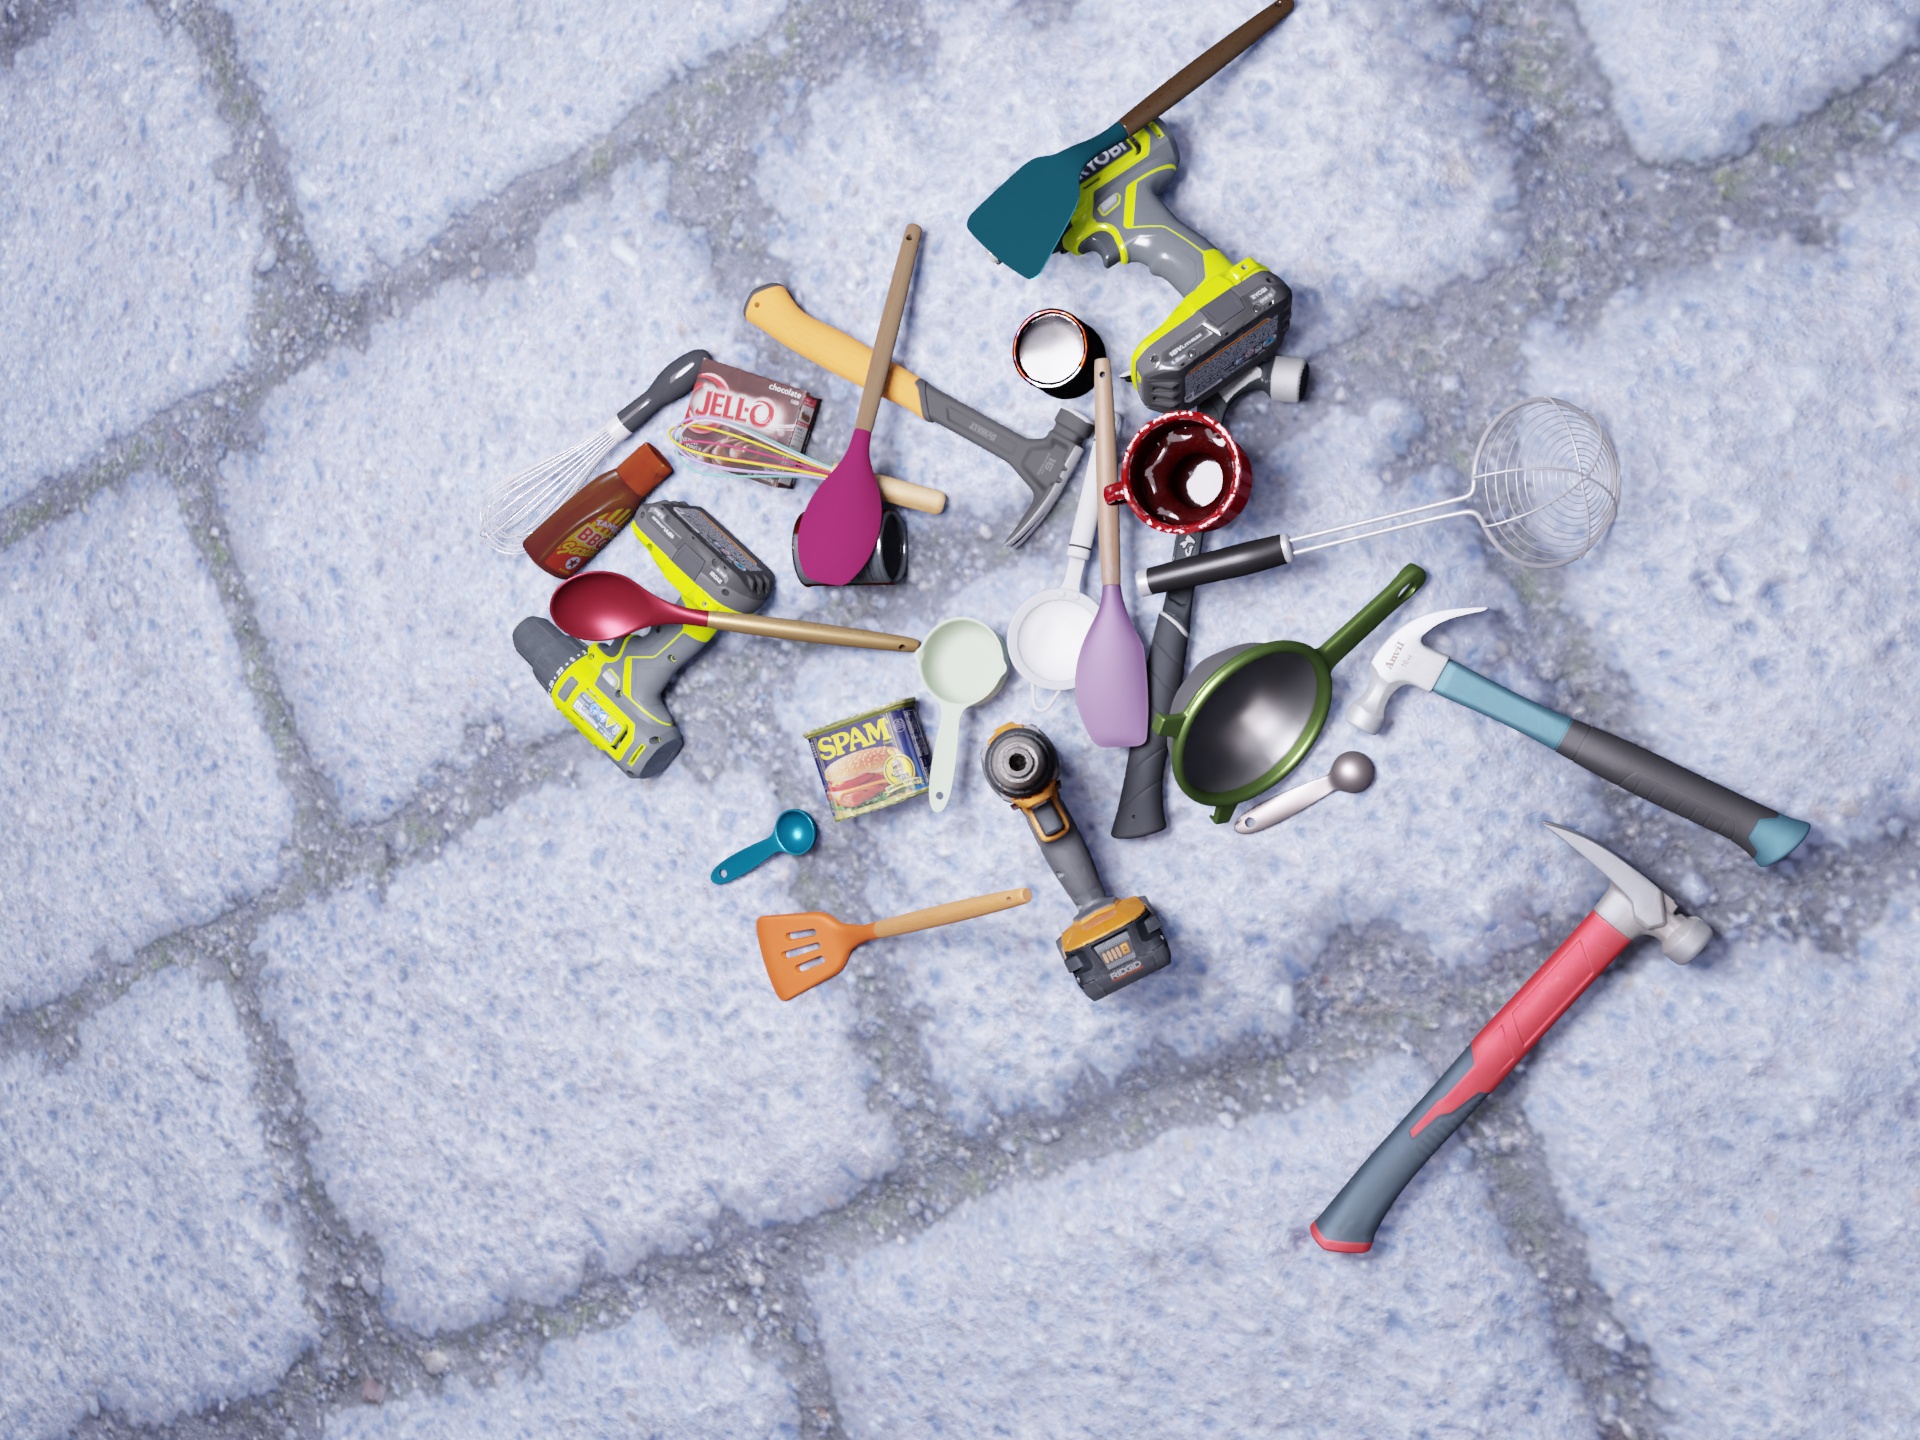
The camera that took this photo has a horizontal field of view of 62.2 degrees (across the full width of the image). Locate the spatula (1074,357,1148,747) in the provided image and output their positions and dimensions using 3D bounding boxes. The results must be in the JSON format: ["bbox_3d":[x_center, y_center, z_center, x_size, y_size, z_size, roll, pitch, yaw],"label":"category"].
[{"bbox_3d":[0.120,-0.136,1.295,0.060,0.018,0.316,-1,92,11],"label":"spatula"}]

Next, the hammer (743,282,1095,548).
[{"bbox_3d":[-0.053,-0.280,1.376,0.337,0.034,0.127,33,101,15],"label":"hammer"}]

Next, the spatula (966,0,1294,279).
[{"bbox_3d":[0.144,-0.468,1.244,0.317,0.044,0.082,-40,66,-11],"label":"spatula"}]

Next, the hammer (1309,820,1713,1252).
[{"bbox_3d":[0.393,0.260,1.239,0.143,0.038,0.386,41,104,15],"label":"hammer"}]

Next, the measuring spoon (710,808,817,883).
[{"bbox_3d":[-0.178,0.118,1.450,0.128,0.021,0.042,-30,82,27],"label":"measuring spoon"}]

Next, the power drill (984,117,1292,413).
[{"bbox_3d":[0.139,-0.357,1.252,0.171,0.080,0.223,-35,71,-3],"label":"power drill"}]

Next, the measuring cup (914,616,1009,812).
[{"bbox_3d":[-0.002,-0.004,1.361,0.083,0.038,0.167,10,91,18],"label":"measuring cup"}]

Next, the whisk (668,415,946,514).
[{"bbox_3d":[-0.133,-0.215,1.369,0.245,0.047,0.051,15,95,-2],"label":"whisk"}]

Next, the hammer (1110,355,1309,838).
[{"bbox_3d":[0.174,-0.100,1.304,0.149,0.036,0.409,12,96,20],"label":"hammer"}]

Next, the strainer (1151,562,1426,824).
[{"bbox_3d":[0.253,-0.046,1.256,0.256,0.151,0.069,-42,45,-3],"label":"strainer"}]

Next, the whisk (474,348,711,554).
[{"bbox_3d":[-0.340,-0.251,1.471,0.284,0.070,0.070,-36,81,12],"label":"whisk"}]

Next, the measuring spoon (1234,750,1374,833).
[{"bbox_3d":[0.275,0.062,1.283,0.124,0.018,0.034,-29,83,19],"label":"measuring spoon"}]

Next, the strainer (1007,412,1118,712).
[{"bbox_3d":[0.099,-0.132,1.327,0.087,0.050,0.258,13,91,9],"label":"strainer"}]

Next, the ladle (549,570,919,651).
[{"bbox_3d":[-0.191,-0.085,1.369,0.315,0.031,0.069,7,123,-8],"label":"ladle"}]

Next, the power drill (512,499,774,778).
[{"bbox_3d":[-0.295,-0.087,1.448,0.191,0.080,0.228,43,108,12],"label":"power drill"}]

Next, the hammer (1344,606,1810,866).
[{"bbox_3d":[0.470,0.018,1.205,0.331,0.033,0.128,28,102,16],"label":"hammer"}]

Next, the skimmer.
[{"bbox_3d":[0.317,-0.151,1.230,0.363,0.090,0.127,-12,98,23],"label":"skimmer"}]

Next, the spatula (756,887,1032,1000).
[{"bbox_3d":[-0.060,0.178,1.358,0.322,0.041,0.081,-20,85,45],"label":"spatula"}]

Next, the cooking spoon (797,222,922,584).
[{"bbox_3d":[-0.077,-0.269,1.346,0.069,0.017,0.319,13,84,11],"label":"cooking spoon"}]

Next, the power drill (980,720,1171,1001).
[{"bbox_3d":[0.084,0.105,1.266,0.084,0.185,0.226,-27,86,2],"label":"power drill"}]
